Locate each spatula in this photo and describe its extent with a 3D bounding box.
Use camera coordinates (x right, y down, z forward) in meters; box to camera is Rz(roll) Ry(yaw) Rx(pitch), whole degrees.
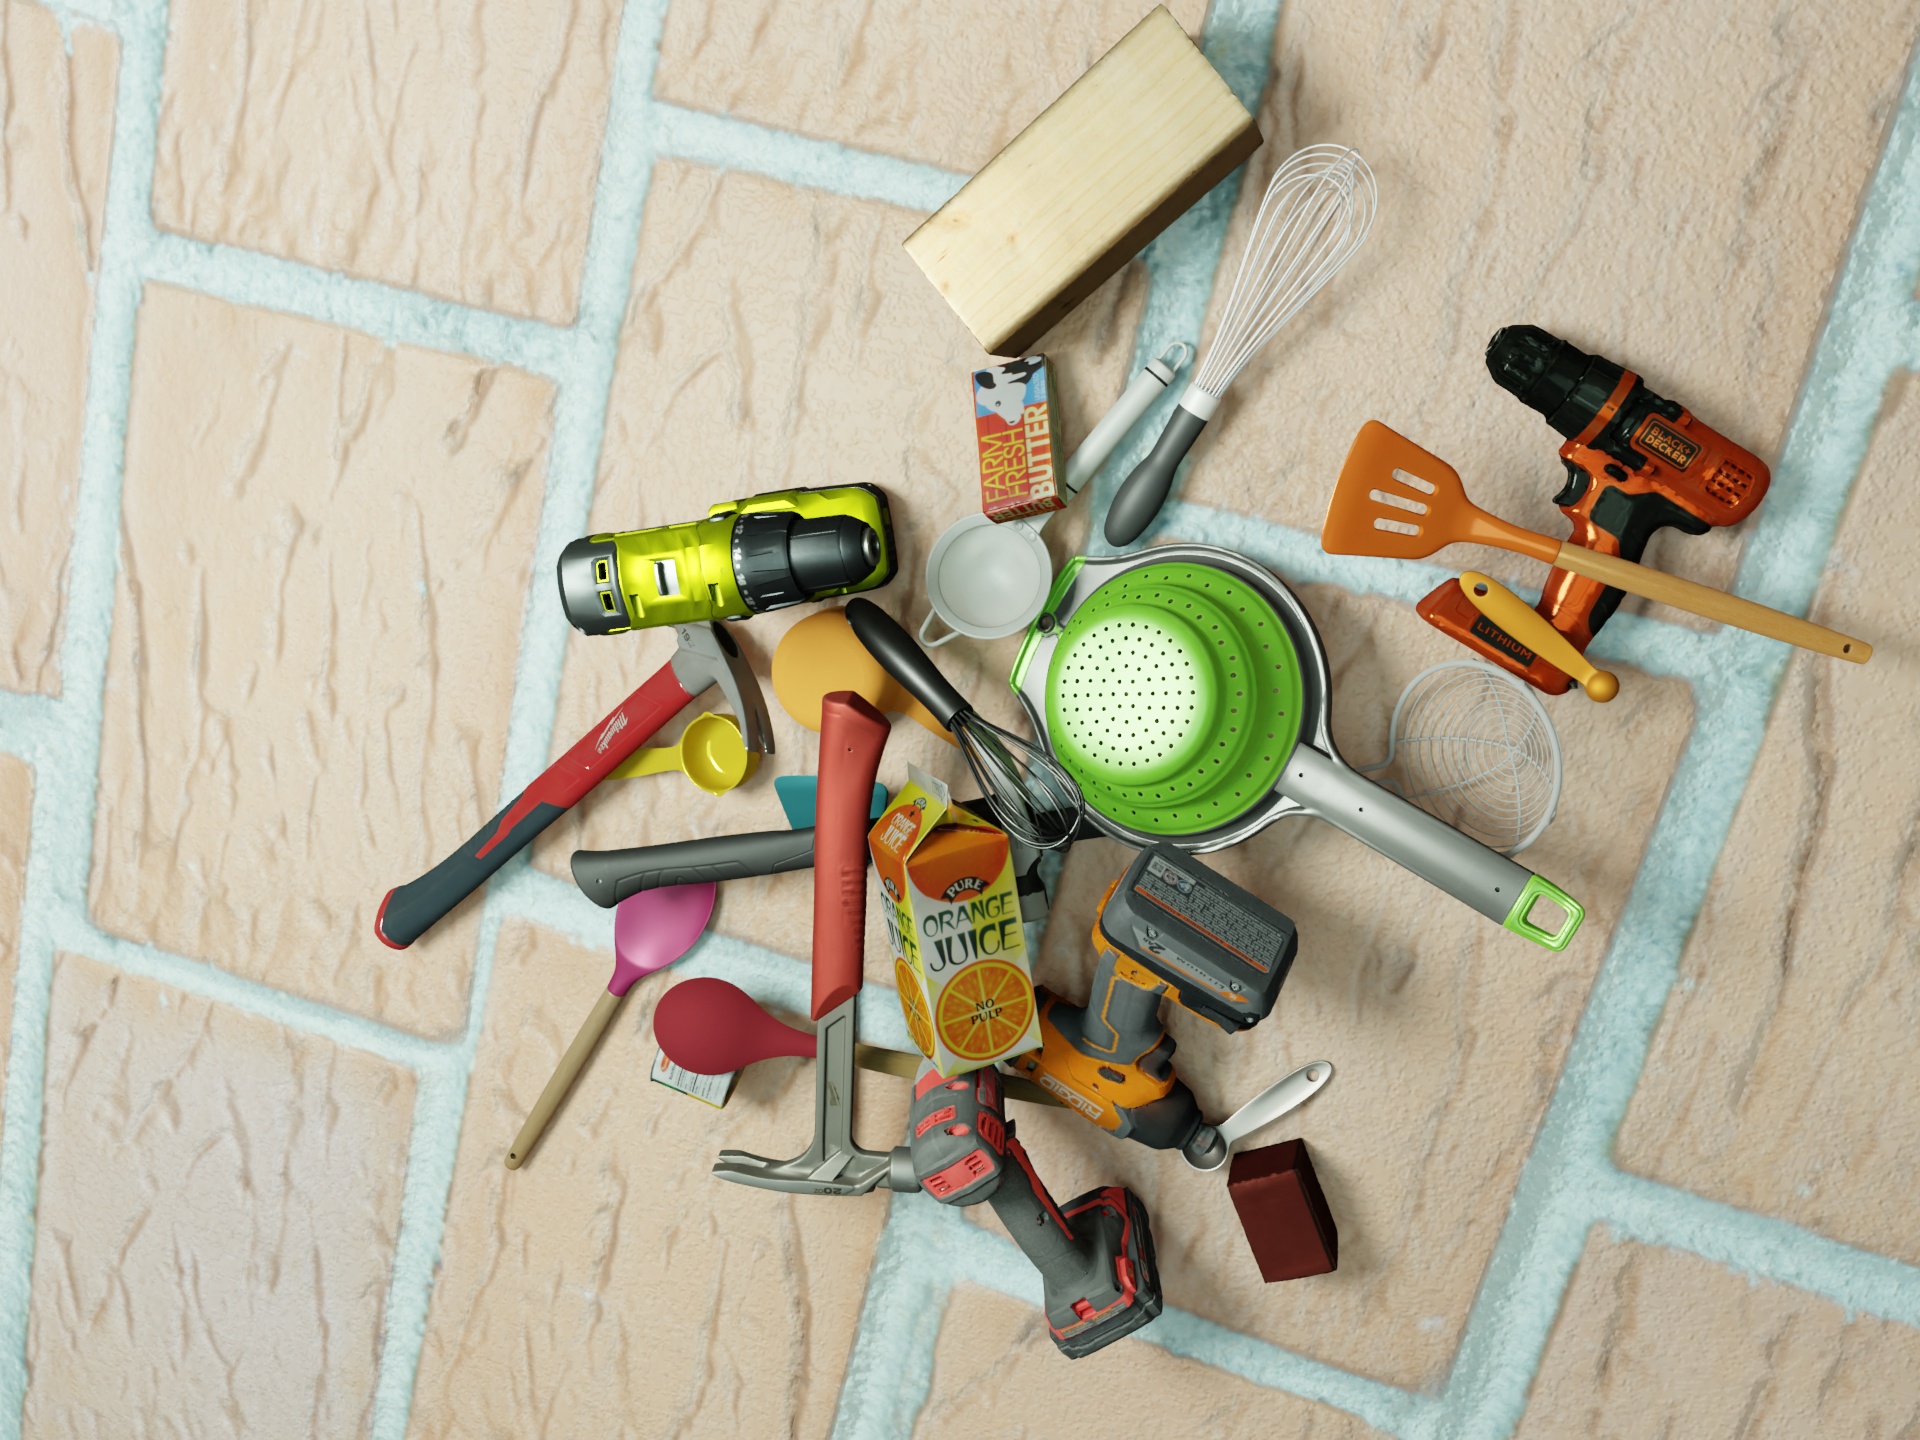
[{"bbox_3d":[0.372,-0.089,0.925,0.322,0.041,0.081,19,103,5],"label":"spatula"},{"bbox_3d":[-0.094,0.192,1.154,0.082,0.044,0.317,4,100,8],"label":"spatula"}]

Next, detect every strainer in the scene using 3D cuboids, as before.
[{"bbox_3d":[0.064,-0.146,1.054,0.087,0.050,0.258,43,102,12],"label":"strainer"}]

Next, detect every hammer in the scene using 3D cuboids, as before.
[{"bbox_3d":[-0.092,0.156,1.078,0.149,0.037,0.359,4,105,4],"label":"hammer"},{"bbox_3d":[-0.297,0.069,1.171,0.386,0.038,0.143,-39,66,21],"label":"hammer"},{"bbox_3d":[-0.112,0.084,1.103,0.335,0.035,0.146,-8,103,12],"label":"hammer"}]

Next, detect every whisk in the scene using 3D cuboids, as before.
[{"bbox_3d":[-0.002,-0.003,1.020,0.239,0.055,0.055,47,110,28],"label":"whisk"},{"bbox_3d":[0.169,-0.230,1.005,0.070,0.070,0.284,34,113,6],"label":"whisk"}]

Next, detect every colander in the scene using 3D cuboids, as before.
[{"bbox_3d":[0.185,0.025,0.966,0.397,0.094,0.204,32,103,25],"label":"colander"}]

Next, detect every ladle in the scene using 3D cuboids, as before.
[{"bbox_3d":[-0.066,0.243,1.139,0.315,0.031,0.069,12,86,-2],"label":"ladle"}]

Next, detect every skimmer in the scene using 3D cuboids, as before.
[{"bbox_3d":[0.196,0.048,1.029,0.363,0.090,0.127,-11,89,17],"label":"skimmer"}]

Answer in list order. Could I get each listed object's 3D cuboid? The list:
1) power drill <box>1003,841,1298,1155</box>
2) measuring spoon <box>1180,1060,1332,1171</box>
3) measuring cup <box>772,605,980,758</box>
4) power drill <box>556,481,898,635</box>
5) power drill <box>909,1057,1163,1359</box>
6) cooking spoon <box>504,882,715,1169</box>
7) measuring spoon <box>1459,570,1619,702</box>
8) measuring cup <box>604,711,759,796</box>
[{"bbox_3d":[0.131,0.198,1.049,0.164,0.084,0.226,32,135,6],"label":"power drill"},{"bbox_3d":[0.208,0.273,1.114,0.124,0.018,0.034,-36,83,11],"label":"measuring spoon"},{"bbox_3d":[-0.052,-0.013,1.101,0.173,0.052,0.095,30,107,9],"label":"measuring cup"},{"bbox_3d":[-0.120,-0.105,1.009,0.190,0.228,0.080,-6,99,16],"label":"power drill"},{"bbox_3d":[0.044,0.313,1.081,0.078,0.143,0.219,-33,111,13],"label":"power drill"},{"bbox_3d":[-0.277,0.227,1.226,0.069,0.017,0.319,35,107,7],"label":"cooking spoon"},{"bbox_3d":[0.346,-0.051,0.951,0.117,0.011,0.021,40,106,4],"label":"measuring spoon"},{"bbox_3d":[-0.215,0.027,1.173,0.156,0.029,0.062,-6,95,28],"label":"measuring cup"}]
